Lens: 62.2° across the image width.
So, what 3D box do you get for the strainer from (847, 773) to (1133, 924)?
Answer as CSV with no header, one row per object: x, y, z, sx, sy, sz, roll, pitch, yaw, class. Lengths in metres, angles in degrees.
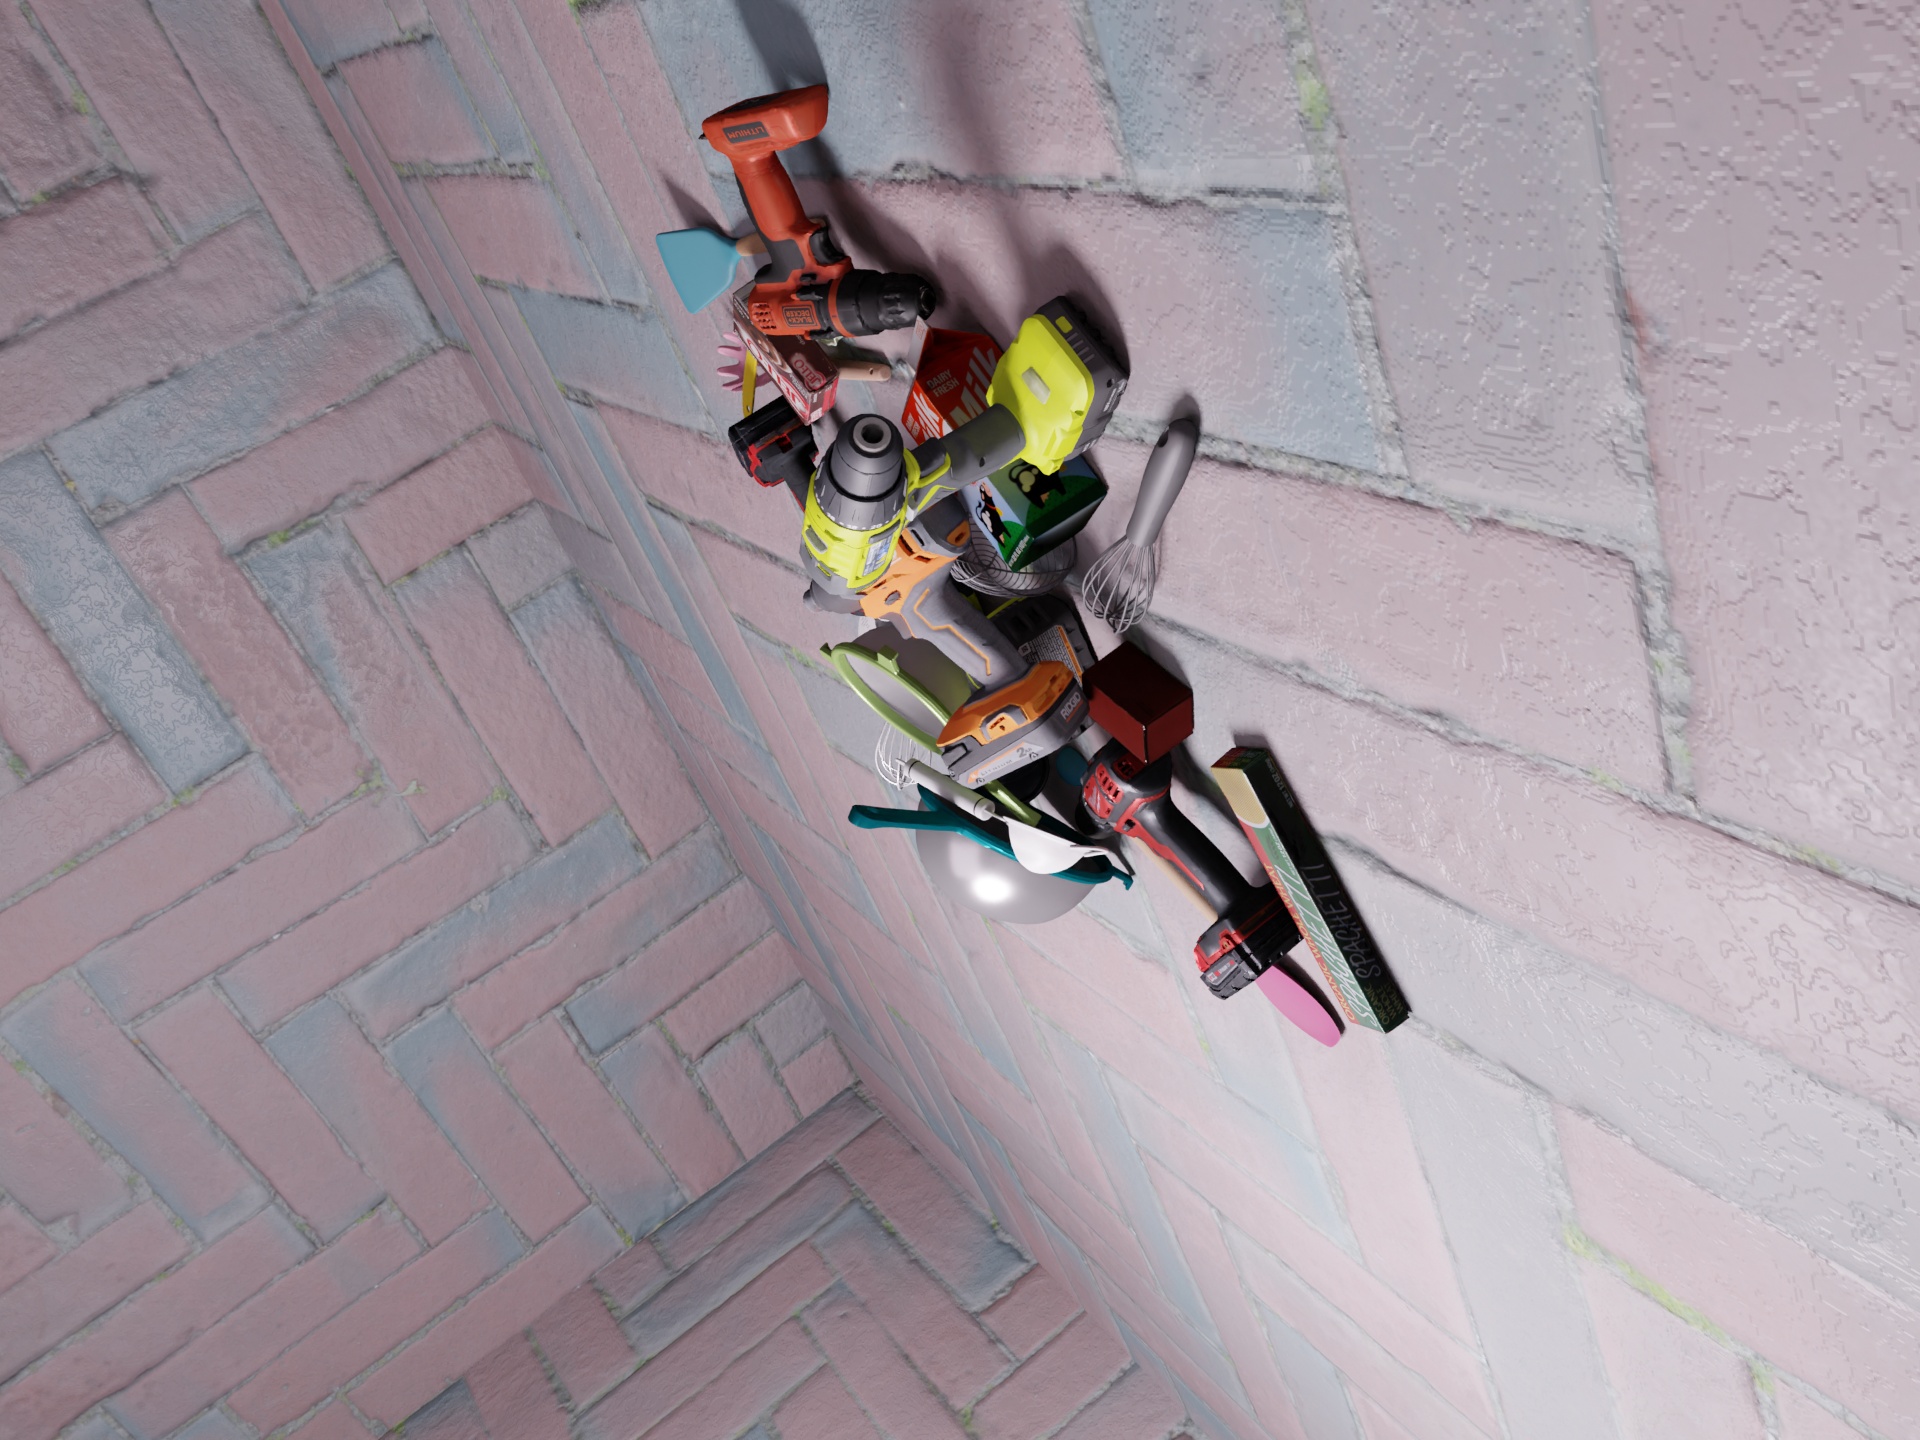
-0.002,0.133,1.510,0.211,0.095,0.340,33,-166,36,strainer

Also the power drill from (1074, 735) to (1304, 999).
0.182,0.122,1.348,0.227,0.080,0.187,51,161,11,power drill

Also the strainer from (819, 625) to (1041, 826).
-0.002,-0.005,1.438,0.256,0.069,0.151,43,165,-22,strainer

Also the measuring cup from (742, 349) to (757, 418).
-0.186,-0.347,1.506,0.062,0.029,0.156,56,149,29,measuring cup

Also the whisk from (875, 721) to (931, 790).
-0.046,-0.046,1.565,0.059,0.058,0.246,-60,-21,-69,whisk

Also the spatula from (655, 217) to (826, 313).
-0.195,-0.424,1.436,0.318,0.044,0.082,18,135,61,spatula

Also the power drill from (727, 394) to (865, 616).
-0.133,-0.199,1.549,0.220,0.078,0.143,57,175,4,power drill

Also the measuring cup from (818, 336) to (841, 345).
-0.123,-0.354,1.388,0.083,0.038,0.167,55,167,0,measuring cup

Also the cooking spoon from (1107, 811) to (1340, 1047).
0.223,0.167,1.422,0.319,0.017,0.068,47,158,19,cooking spoon

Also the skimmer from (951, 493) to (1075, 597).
-0.017,-0.195,1.397,0.127,0.090,0.364,52,177,-31,skimmer

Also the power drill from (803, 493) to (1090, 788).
-0.019,-0.061,1.269,0.164,0.084,0.226,-27,104,38,power drill

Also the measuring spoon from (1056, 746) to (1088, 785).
0.130,0.069,1.493,0.129,0.021,0.042,40,156,40,measuring spoon

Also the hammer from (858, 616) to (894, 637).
-0.004,0.014,1.727,0.335,0.035,0.146,55,162,3,hammer

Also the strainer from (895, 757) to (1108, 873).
0.027,0.086,1.441,0.259,0.050,0.086,28,179,40,strainer

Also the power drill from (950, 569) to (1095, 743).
0.028,-0.073,1.427,0.223,0.080,0.171,32,151,59,power drill

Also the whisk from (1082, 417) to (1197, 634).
0.128,-0.134,1.114,0.055,0.055,0.238,50,157,17,whisk

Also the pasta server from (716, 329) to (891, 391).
-0.150,-0.332,1.491,0.316,0.040,0.060,24,114,56,pasta server

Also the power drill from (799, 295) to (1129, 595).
-0.004,-0.185,1.053,0.080,0.228,0.190,53,162,8,power drill
